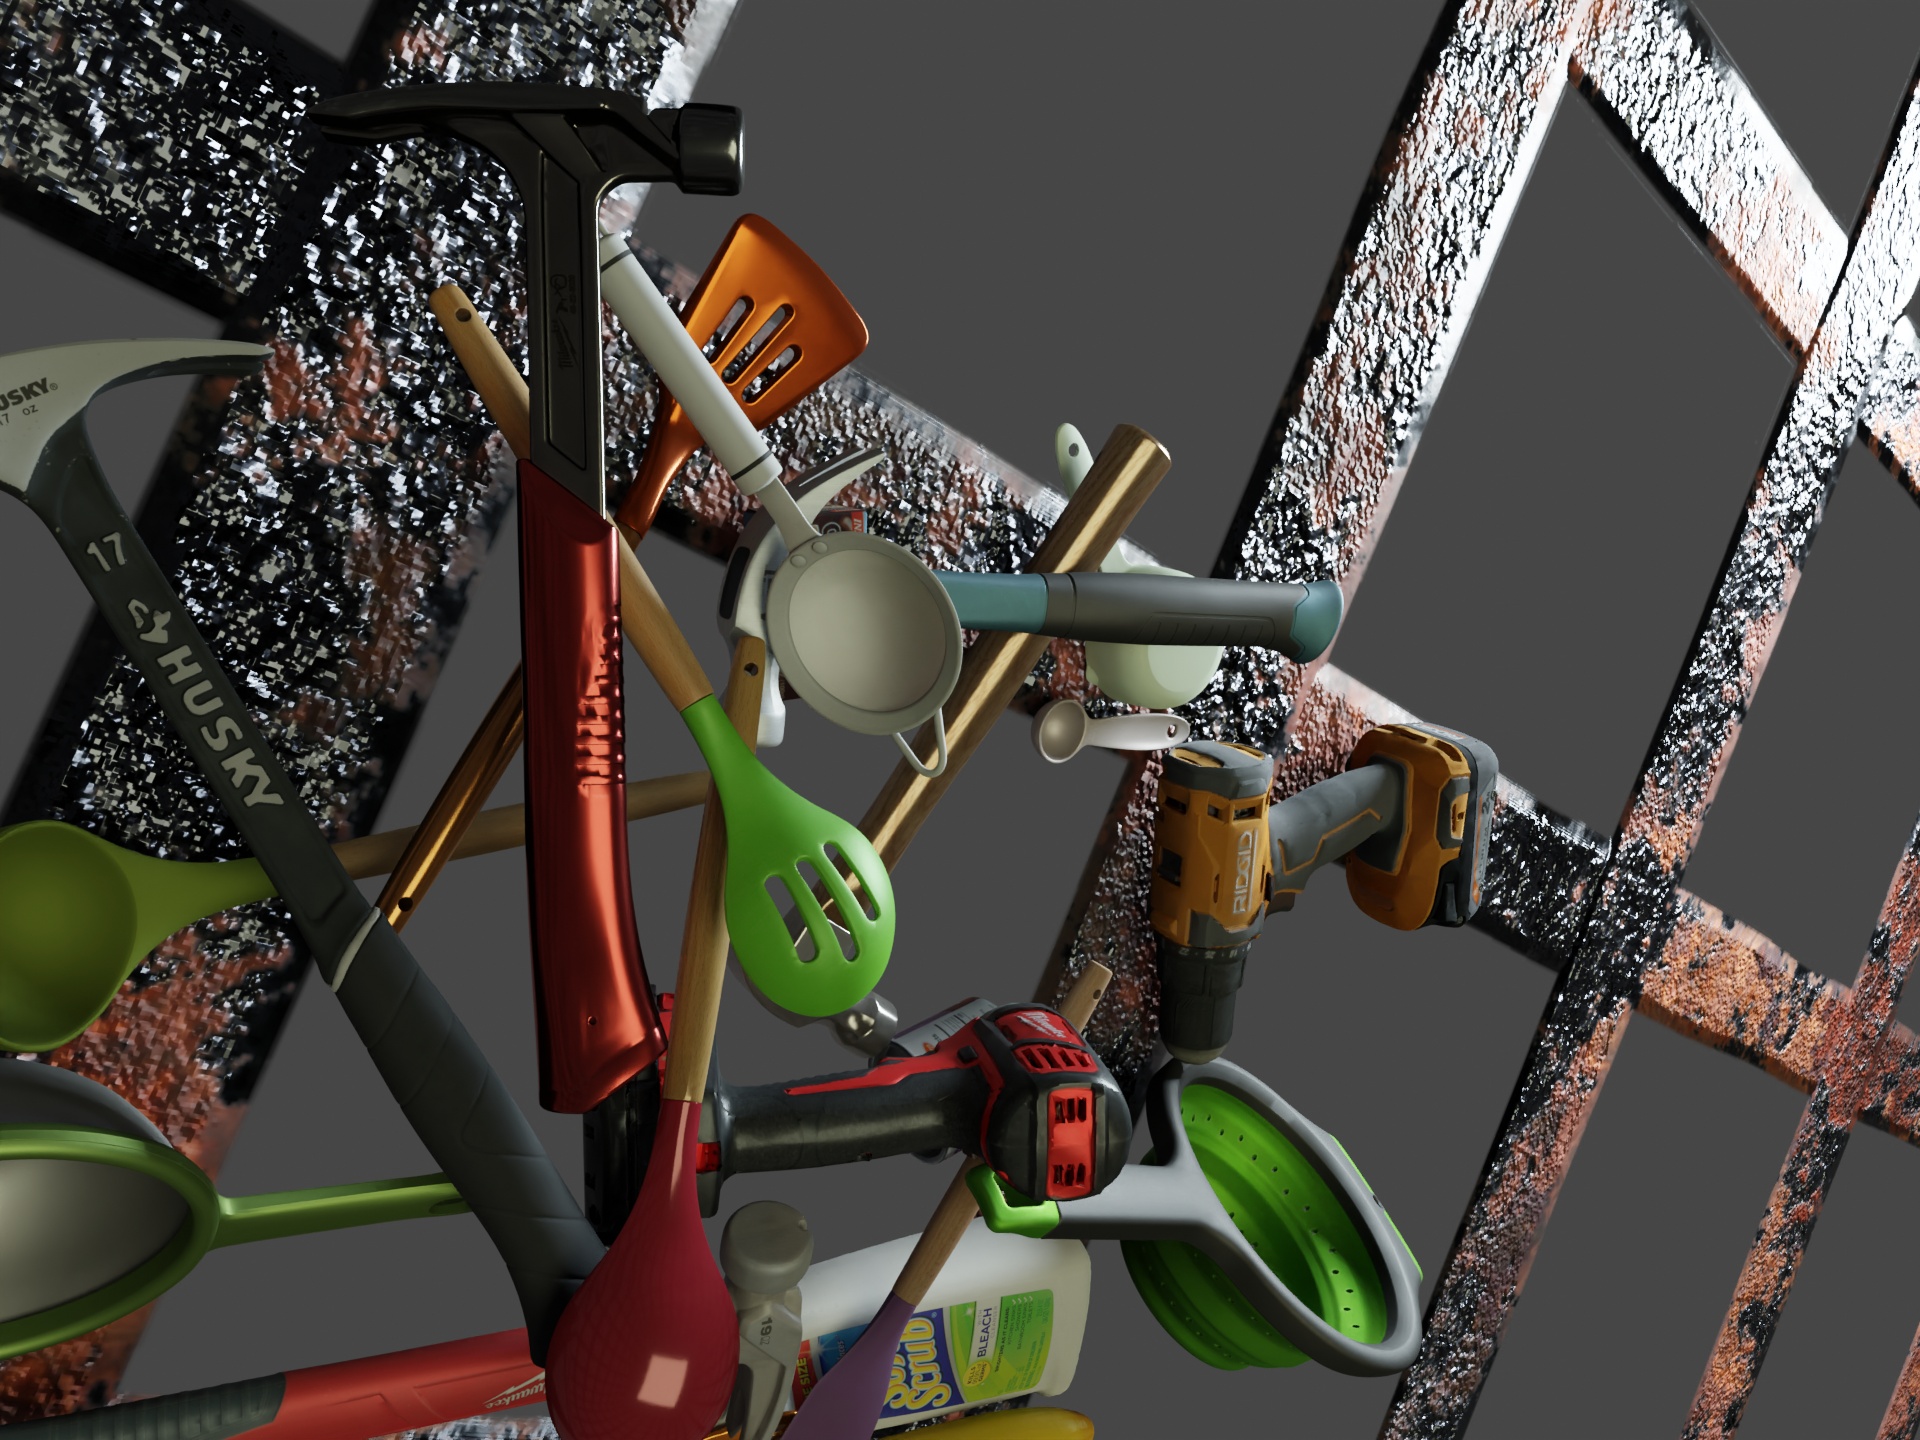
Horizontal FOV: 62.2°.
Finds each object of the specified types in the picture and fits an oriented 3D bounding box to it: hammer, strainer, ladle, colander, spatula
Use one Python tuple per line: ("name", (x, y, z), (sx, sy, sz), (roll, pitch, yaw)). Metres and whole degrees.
("hammer", (-0.001, -0.002, 0.764), (0.129, 0.031, 0.331), (38, 82, -36))
("hammer", (0.046, -0.052, 0.739), (0.330, 0.033, 0.128), (0, 101, -30))
("hammer", (-0.250, 0.275, 0.613), (0.386, 0.038, 0.143), (-2, 122, -24))
("strainer", (-0.290, 0.156, 0.560), (0.256, 0.069, 0.151), (5, 135, -38))
("hammer", (-0.218, 0.059, 0.554), (0.149, 0.036, 0.408), (-35, 106, -30))
("ladle", (-0.218, 0.053, 0.613), (0.320, 0.062, 0.078), (-11, 102, -37))
("colander", (0.108, 0.279, 0.849), (0.094, 0.205, 0.396), (-45, 142, 19))
("ladle", (-0.100, 0.117, 0.601), (0.069, 0.031, 0.316), (12, 73, -18))
("strainer", (-0.073, -0.091, 0.623), (0.258, 0.087, 0.050), (55, 32, -15))
("spatula", (-0.012, 0.255, 0.763), (0.059, 0.018, 0.316), (37, 82, -43))
("spatula", (-0.141, -0.056, 0.633), (0.080, 0.041, 0.323), (42, 66, -37))
("hammer", (-0.148, -0.043, 0.565), (0.149, 0.037, 0.359), (-1, 90, -6))

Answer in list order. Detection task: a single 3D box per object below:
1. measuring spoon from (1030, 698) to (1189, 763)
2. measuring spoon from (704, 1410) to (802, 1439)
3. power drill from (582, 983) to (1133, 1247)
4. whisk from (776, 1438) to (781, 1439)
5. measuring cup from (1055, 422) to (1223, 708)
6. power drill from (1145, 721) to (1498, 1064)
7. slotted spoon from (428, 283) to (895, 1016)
("measuring spoon", (0.080, 0.004, 0.855), (0.124, 0.018, 0.034), (1, 105, -44))
("measuring spoon", (-0.124, 0.339, 0.726), (0.117, 0.011, 0.021), (-9, 126, -25))
("power drill", (-0.048, 0.160, 0.685), (0.219, 0.143, 0.078), (-1, 98, -10))
("whisk", (-0.140, 0.425, 0.728), (0.245, 0.047, 0.051), (-52, 130, -44))
("measuring cup", (0.090, -0.078, 0.820), (0.083, 0.038, 0.167), (-39, 123, -23))
("power drill", (0.204, 0.096, 0.931), (0.226, 0.084, 0.185), (-7, 108, -32))
("slotted spoon", (-0.115, -0.028, 0.602), (0.070, 0.031, 0.314), (-32, 91, -29))
